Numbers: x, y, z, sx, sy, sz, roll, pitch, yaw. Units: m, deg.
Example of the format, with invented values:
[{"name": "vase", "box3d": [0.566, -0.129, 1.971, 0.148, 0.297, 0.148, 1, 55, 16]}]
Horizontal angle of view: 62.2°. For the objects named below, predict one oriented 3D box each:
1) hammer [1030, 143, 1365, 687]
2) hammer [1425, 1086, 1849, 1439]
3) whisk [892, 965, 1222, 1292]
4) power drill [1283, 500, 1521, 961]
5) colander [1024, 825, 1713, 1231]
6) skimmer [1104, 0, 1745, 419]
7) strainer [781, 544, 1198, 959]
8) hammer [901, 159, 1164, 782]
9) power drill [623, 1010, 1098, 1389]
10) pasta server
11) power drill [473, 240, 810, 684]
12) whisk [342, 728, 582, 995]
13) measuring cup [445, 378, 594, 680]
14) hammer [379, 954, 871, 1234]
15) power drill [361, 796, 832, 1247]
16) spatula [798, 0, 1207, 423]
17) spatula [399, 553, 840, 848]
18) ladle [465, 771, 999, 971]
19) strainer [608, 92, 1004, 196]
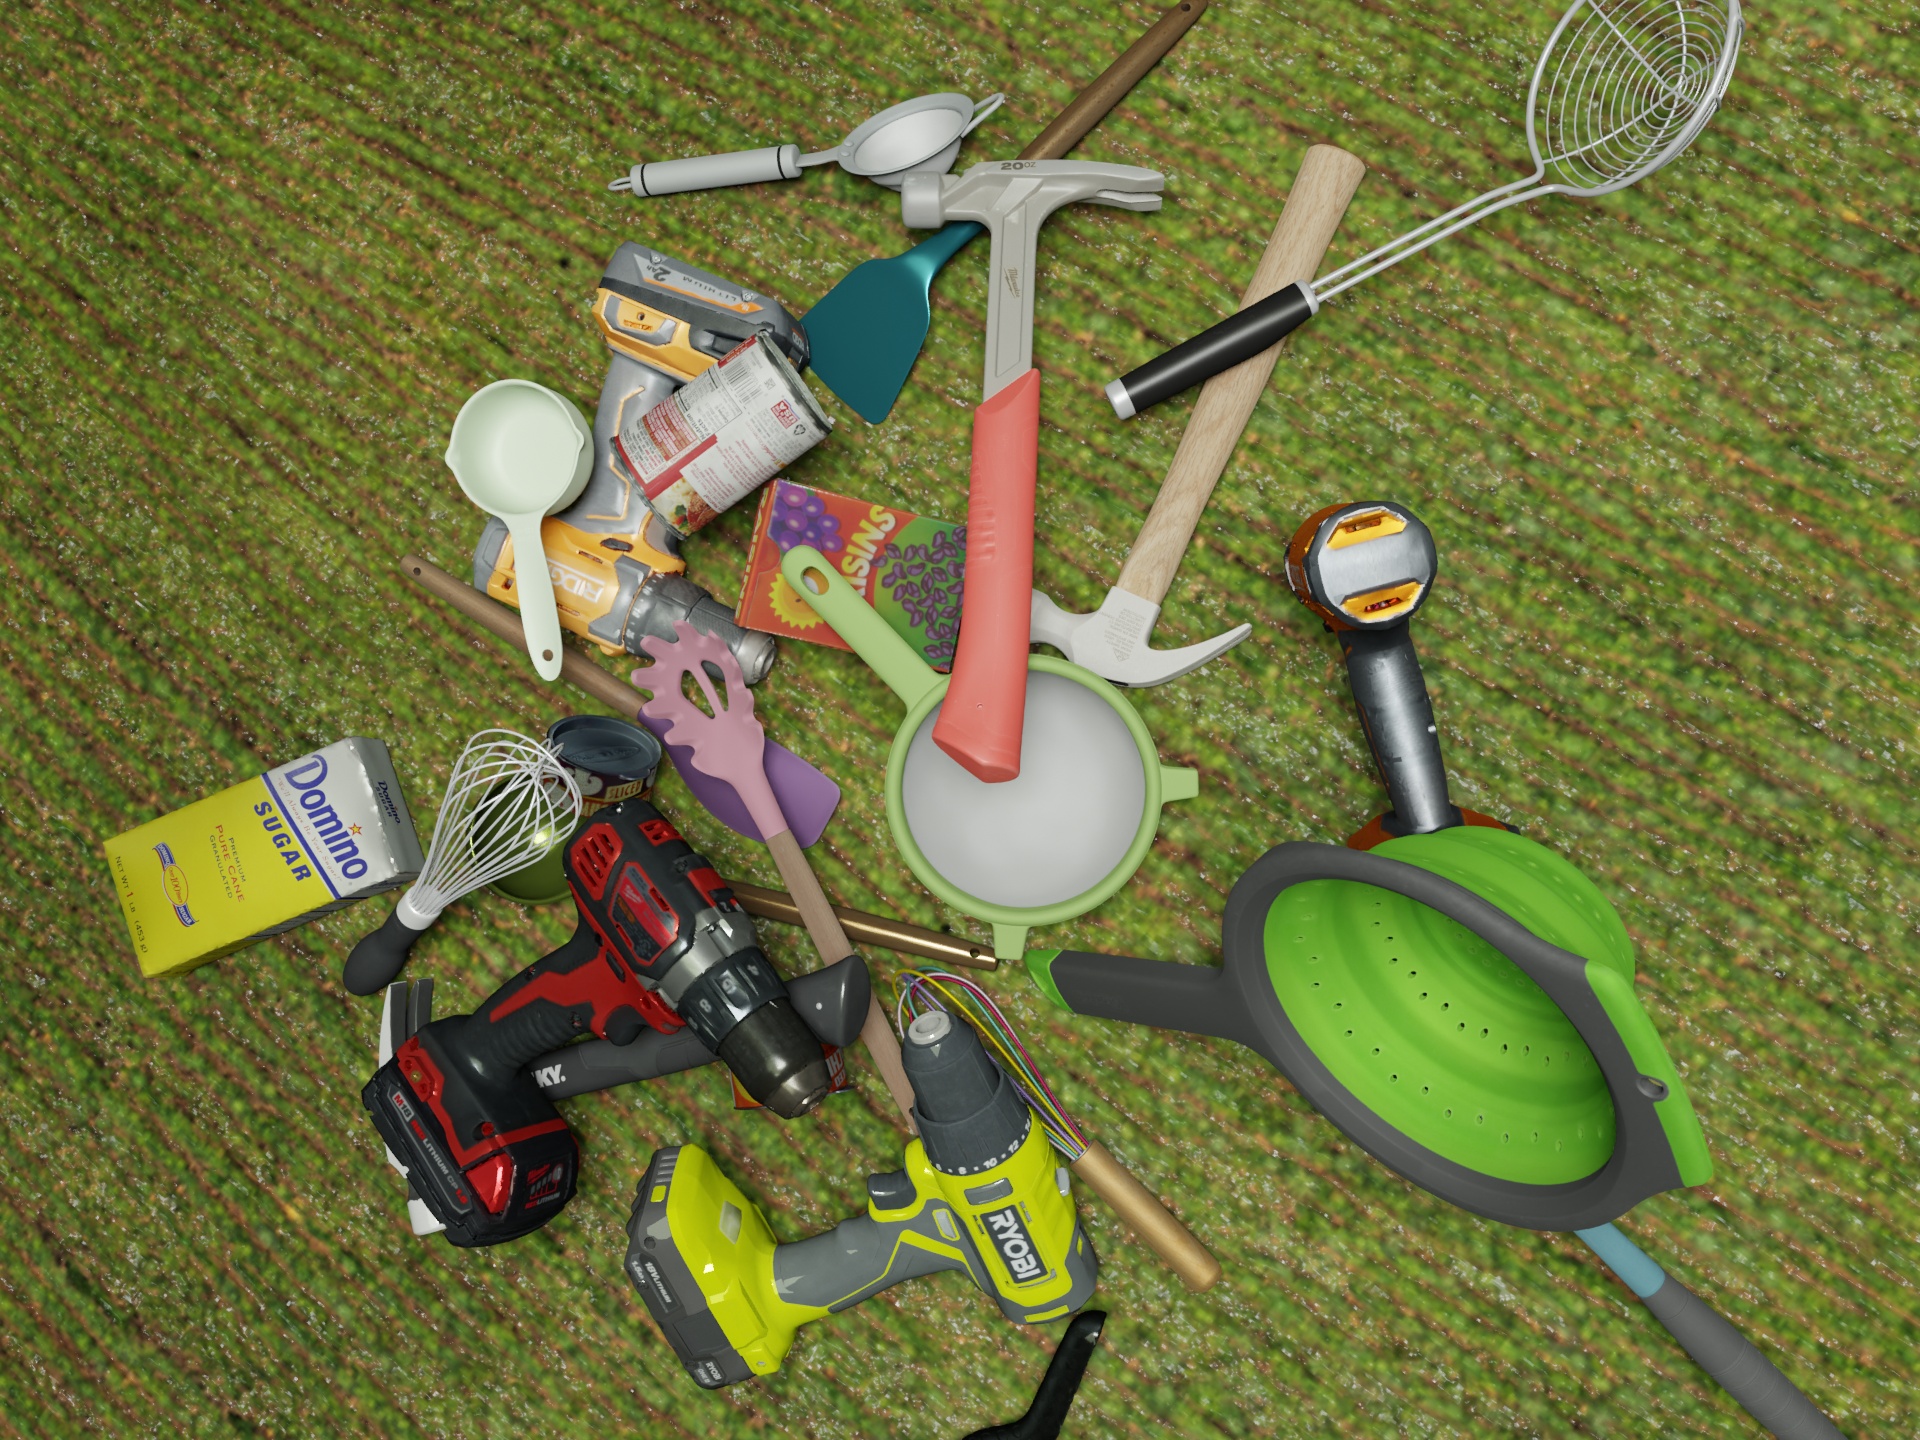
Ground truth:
[{"name": "hammer", "box3d": [0.151, -0.173, 0.911, 0.130, 0.031, 0.331, 25, 89, 11]}, {"name": "hammer", "box3d": [0.359, 0.294, 0.807, 0.331, 0.128, 0.033, 44, 95, 1]}, {"name": "whisk", "box3d": [0.052, 0.227, 0.894, 0.245, 0.051, 0.047, 44, 114, 6]}, {"name": "power drill", "box3d": [0.225, -0.004, 0.835, 0.084, 0.164, 0.226, -15, 96, 8]}, {"name": "colander", "box3d": [0.177, 0.117, 0.764, 0.094, 0.397, 0.204, -39, 109, -29]}, {"name": "skimmer", "box3d": [0.232, -0.277, 0.846, 0.363, 0.090, 0.127, -27, 48, 9]}, {"name": "strainer", "box3d": [-0.001, -0.003, 0.888, 0.151, 0.069, 0.256, -44, 92, 9]}, {"name": "hammer", "box3d": [0.033, -0.143, 0.856, 0.149, 0.036, 0.359, 2, 72, 4]}, {"name": "power drill", "box3d": [-0.058, 0.259, 0.855, 0.228, 0.080, 0.190, -19, 114, 9]}, {"name": "pasta server", "box3d": [-0.092, 0.089, 0.891, 0.060, 0.040, 0.316, -27, 87, 7]}, {"name": "power drill", "box3d": [-0.165, -0.143, 0.938, 0.185, 0.084, 0.226, 24, 93, 8]}, {"name": "whisk", "box3d": [-0.291, 0.089, 0.889, 0.284, 0.070, 0.070, -41, 79, 39]}, {"name": "measuring cup", "box3d": [-0.237, -0.107, 0.898, 0.083, 0.038, 0.167, -6, 95, 11]}, {"name": "hammer", "box3d": [-0.196, 0.185, 0.893, 0.335, 0.035, 0.146, -19, 80, 23]}, {"name": "power drill", "box3d": [-0.186, 0.177, 0.831, 0.226, 0.080, 0.188, -46, 72, 14]}, {"name": "spatula", "box3d": [0.031, -0.316, 0.948, 0.317, 0.044, 0.082, -44, 79, -1]}, {"name": "spatula", "box3d": [-0.214, -0.017, 0.964, 0.316, 0.018, 0.060, 32, 99, 10]}, {"name": "ladle", "box3d": [-0.133, 0.098, 0.924, 0.320, 0.062, 0.078, 13, 71, 7]}, {"name": "strainer", "box3d": [-0.094, -0.337, 0.960, 0.258, 0.050, 0.087, -2, 47, 15]}]
